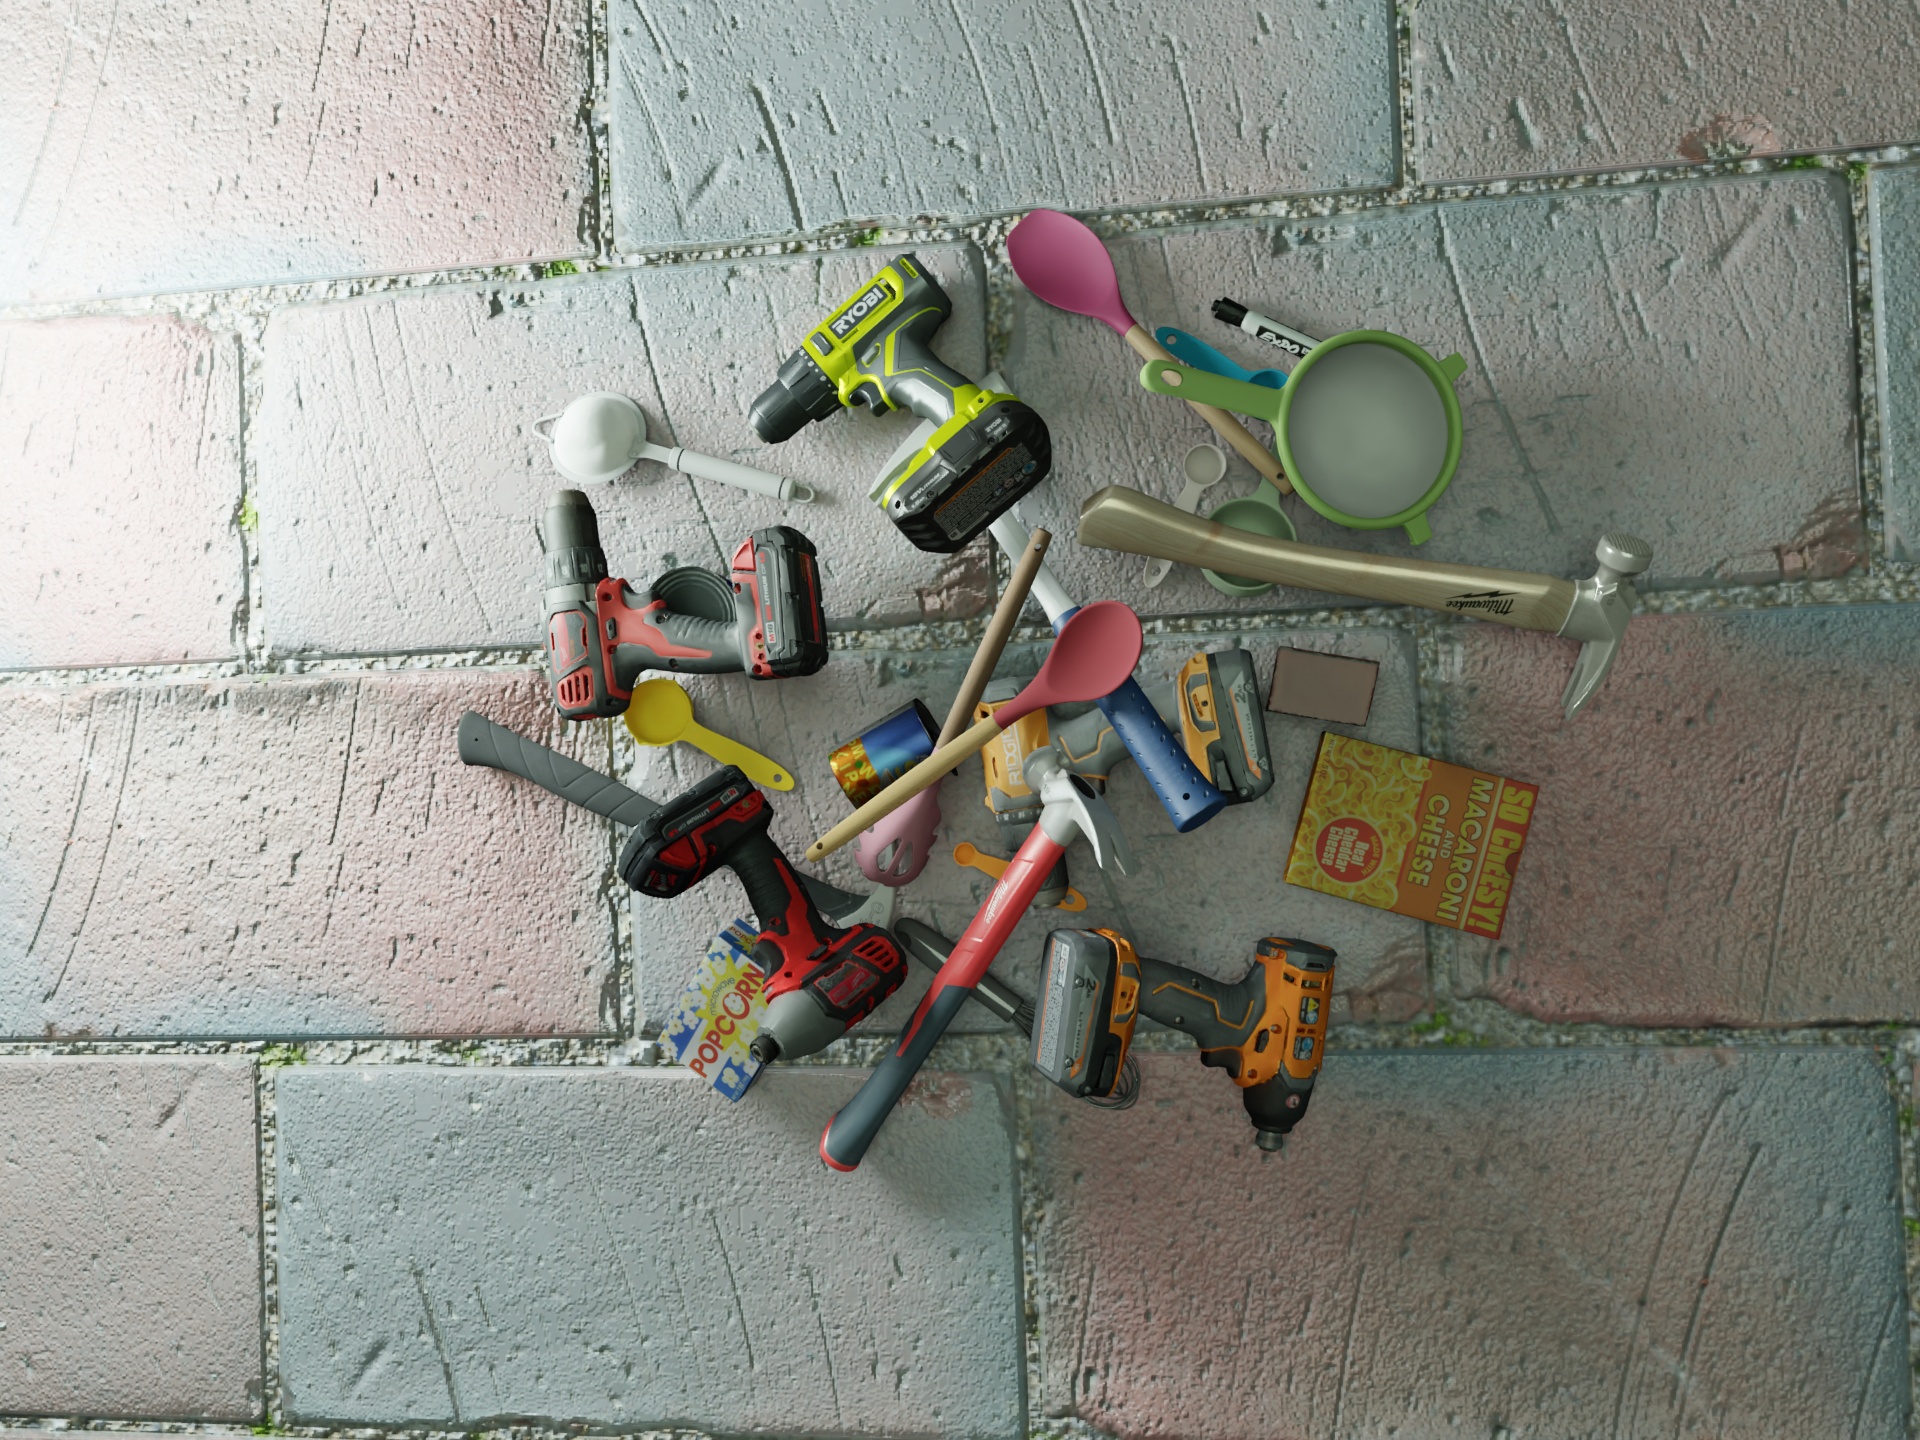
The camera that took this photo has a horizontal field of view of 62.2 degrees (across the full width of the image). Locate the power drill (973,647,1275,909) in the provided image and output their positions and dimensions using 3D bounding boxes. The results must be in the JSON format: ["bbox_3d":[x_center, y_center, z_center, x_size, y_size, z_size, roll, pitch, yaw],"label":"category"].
[{"bbox_3d":[0.129,0.044,1.249,0.226,0.084,0.185,-10,87,13],"label":"power drill"}]

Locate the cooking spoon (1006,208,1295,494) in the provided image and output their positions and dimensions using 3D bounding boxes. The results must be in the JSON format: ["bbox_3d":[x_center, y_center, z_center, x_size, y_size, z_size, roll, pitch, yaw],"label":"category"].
[{"bbox_3d":[0.154,-0.293,1.269,0.069,0.017,0.319,-43,77,3],"label":"cooking spoon"}]

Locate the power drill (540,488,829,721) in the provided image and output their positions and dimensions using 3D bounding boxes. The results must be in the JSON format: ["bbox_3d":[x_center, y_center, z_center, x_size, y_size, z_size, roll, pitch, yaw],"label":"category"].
[{"bbox_3d":[-0.231,-0.104,1.274,0.226,0.080,0.188,-8,88,12],"label":"power drill"}]

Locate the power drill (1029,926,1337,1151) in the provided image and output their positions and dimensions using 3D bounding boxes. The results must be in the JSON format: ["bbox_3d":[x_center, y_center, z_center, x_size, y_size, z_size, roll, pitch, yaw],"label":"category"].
[{"bbox_3d":[0.173,0.241,1.207,0.226,0.084,0.164,7,90,-17],"label":"power drill"}]

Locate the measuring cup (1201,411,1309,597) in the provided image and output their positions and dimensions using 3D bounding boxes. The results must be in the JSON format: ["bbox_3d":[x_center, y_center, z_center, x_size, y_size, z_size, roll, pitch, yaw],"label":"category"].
[{"bbox_3d":[0.242,-0.174,1.262,0.083,0.038,0.168,22,76,8],"label":"measuring cup"}]

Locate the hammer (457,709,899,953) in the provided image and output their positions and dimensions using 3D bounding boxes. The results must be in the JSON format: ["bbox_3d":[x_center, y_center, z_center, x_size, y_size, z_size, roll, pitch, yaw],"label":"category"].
[{"bbox_3d":[-0.240,0.085,1.325,0.409,0.036,0.149,24,91,9],"label":"hammer"}]

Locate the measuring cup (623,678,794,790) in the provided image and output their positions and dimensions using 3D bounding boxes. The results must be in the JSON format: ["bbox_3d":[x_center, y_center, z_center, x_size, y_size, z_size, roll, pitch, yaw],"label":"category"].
[{"bbox_3d":[-0.208,0.017,1.332,0.156,0.029,0.062,29,93,-4],"label":"measuring cup"}]

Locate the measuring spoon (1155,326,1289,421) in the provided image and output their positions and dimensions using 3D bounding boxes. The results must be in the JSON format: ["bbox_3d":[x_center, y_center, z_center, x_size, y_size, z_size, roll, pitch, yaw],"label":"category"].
[{"bbox_3d":[0.211,-0.280,1.277,0.129,0.021,0.042,35,95,17],"label":"measuring spoon"}]

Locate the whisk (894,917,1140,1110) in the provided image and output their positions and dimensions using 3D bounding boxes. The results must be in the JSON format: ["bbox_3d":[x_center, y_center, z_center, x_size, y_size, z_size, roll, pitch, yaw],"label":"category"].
[{"bbox_3d":[0.044,0.231,1.274,0.239,0.055,0.055,35,94,12],"label":"whisk"}]

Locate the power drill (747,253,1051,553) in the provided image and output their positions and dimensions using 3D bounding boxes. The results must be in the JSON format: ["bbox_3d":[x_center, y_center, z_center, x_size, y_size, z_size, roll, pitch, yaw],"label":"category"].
[{"bbox_3d":[-0.053,-0.241,1.255,0.190,0.080,0.229,-40,60,5],"label":"power drill"}]

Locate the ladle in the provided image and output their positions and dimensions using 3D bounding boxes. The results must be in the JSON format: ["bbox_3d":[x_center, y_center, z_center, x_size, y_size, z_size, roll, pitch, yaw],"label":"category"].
[{"bbox_3d":[0.008,0.017,1.192,0.315,0.031,0.069,-36,62,13],"label":"ladle"}]

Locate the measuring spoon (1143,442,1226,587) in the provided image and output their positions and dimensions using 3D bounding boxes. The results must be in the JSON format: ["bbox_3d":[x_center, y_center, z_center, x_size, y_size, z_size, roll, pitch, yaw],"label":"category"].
[{"bbox_3d":[0.178,-0.164,1.280,0.034,0.018,0.124,26,99,8],"label":"measuring spoon"}]

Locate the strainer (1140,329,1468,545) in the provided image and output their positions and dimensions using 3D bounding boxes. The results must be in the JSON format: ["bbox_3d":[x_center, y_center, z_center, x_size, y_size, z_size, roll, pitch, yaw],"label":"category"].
[{"bbox_3d":[0.253,-0.230,1.218,0.256,0.069,0.151,12,88,-9],"label":"strainer"}]

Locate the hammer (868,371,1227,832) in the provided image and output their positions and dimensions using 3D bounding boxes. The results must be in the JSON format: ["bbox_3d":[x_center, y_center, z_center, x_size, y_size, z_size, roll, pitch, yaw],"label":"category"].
[{"bbox_3d":[0.071,-0.085,1.226,0.144,0.035,0.406,-36,66,8],"label":"hammer"}]

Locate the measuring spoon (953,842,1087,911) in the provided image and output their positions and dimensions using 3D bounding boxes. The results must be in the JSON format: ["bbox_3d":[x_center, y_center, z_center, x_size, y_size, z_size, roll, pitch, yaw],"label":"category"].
[{"bbox_3d":[0.049,0.128,1.294,0.117,0.011,0.021,23,90,5],"label":"measuring spoon"}]

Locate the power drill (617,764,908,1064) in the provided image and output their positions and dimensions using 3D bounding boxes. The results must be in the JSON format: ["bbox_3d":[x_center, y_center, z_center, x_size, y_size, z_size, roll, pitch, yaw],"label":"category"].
[{"bbox_3d":[-0.156,0.155,1.226,0.220,0.078,0.143,48,52,8],"label":"power drill"}]

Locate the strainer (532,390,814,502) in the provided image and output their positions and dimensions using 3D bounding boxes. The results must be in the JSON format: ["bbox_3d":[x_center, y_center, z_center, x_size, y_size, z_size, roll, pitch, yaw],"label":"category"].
[{"bbox_3d":[-0.244,-0.223,1.331,0.258,0.050,0.087,16,77,5],"label":"strainer"}]

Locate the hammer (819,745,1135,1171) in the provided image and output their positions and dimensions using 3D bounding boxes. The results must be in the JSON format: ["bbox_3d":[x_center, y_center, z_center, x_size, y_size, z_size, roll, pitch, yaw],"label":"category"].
[{"bbox_3d":[0.000,0.211,1.217,0.038,0.143,0.386,19,113,-31],"label":"hammer"}]

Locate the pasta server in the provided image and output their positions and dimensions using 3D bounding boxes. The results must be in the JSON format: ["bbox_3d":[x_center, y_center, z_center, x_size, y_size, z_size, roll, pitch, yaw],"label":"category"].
[{"bbox_3d":[-0.002,-0.004,1.223,0.060,0.040,0.316,22,104,-11],"label":"pasta server"}]

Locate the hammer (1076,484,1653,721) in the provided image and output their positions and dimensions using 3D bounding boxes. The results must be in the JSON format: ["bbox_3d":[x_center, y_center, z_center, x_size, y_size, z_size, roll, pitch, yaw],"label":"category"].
[{"bbox_3d":[0.290,-0.103,1.196,0.410,0.038,0.146,11,122,3],"label":"hammer"}]
